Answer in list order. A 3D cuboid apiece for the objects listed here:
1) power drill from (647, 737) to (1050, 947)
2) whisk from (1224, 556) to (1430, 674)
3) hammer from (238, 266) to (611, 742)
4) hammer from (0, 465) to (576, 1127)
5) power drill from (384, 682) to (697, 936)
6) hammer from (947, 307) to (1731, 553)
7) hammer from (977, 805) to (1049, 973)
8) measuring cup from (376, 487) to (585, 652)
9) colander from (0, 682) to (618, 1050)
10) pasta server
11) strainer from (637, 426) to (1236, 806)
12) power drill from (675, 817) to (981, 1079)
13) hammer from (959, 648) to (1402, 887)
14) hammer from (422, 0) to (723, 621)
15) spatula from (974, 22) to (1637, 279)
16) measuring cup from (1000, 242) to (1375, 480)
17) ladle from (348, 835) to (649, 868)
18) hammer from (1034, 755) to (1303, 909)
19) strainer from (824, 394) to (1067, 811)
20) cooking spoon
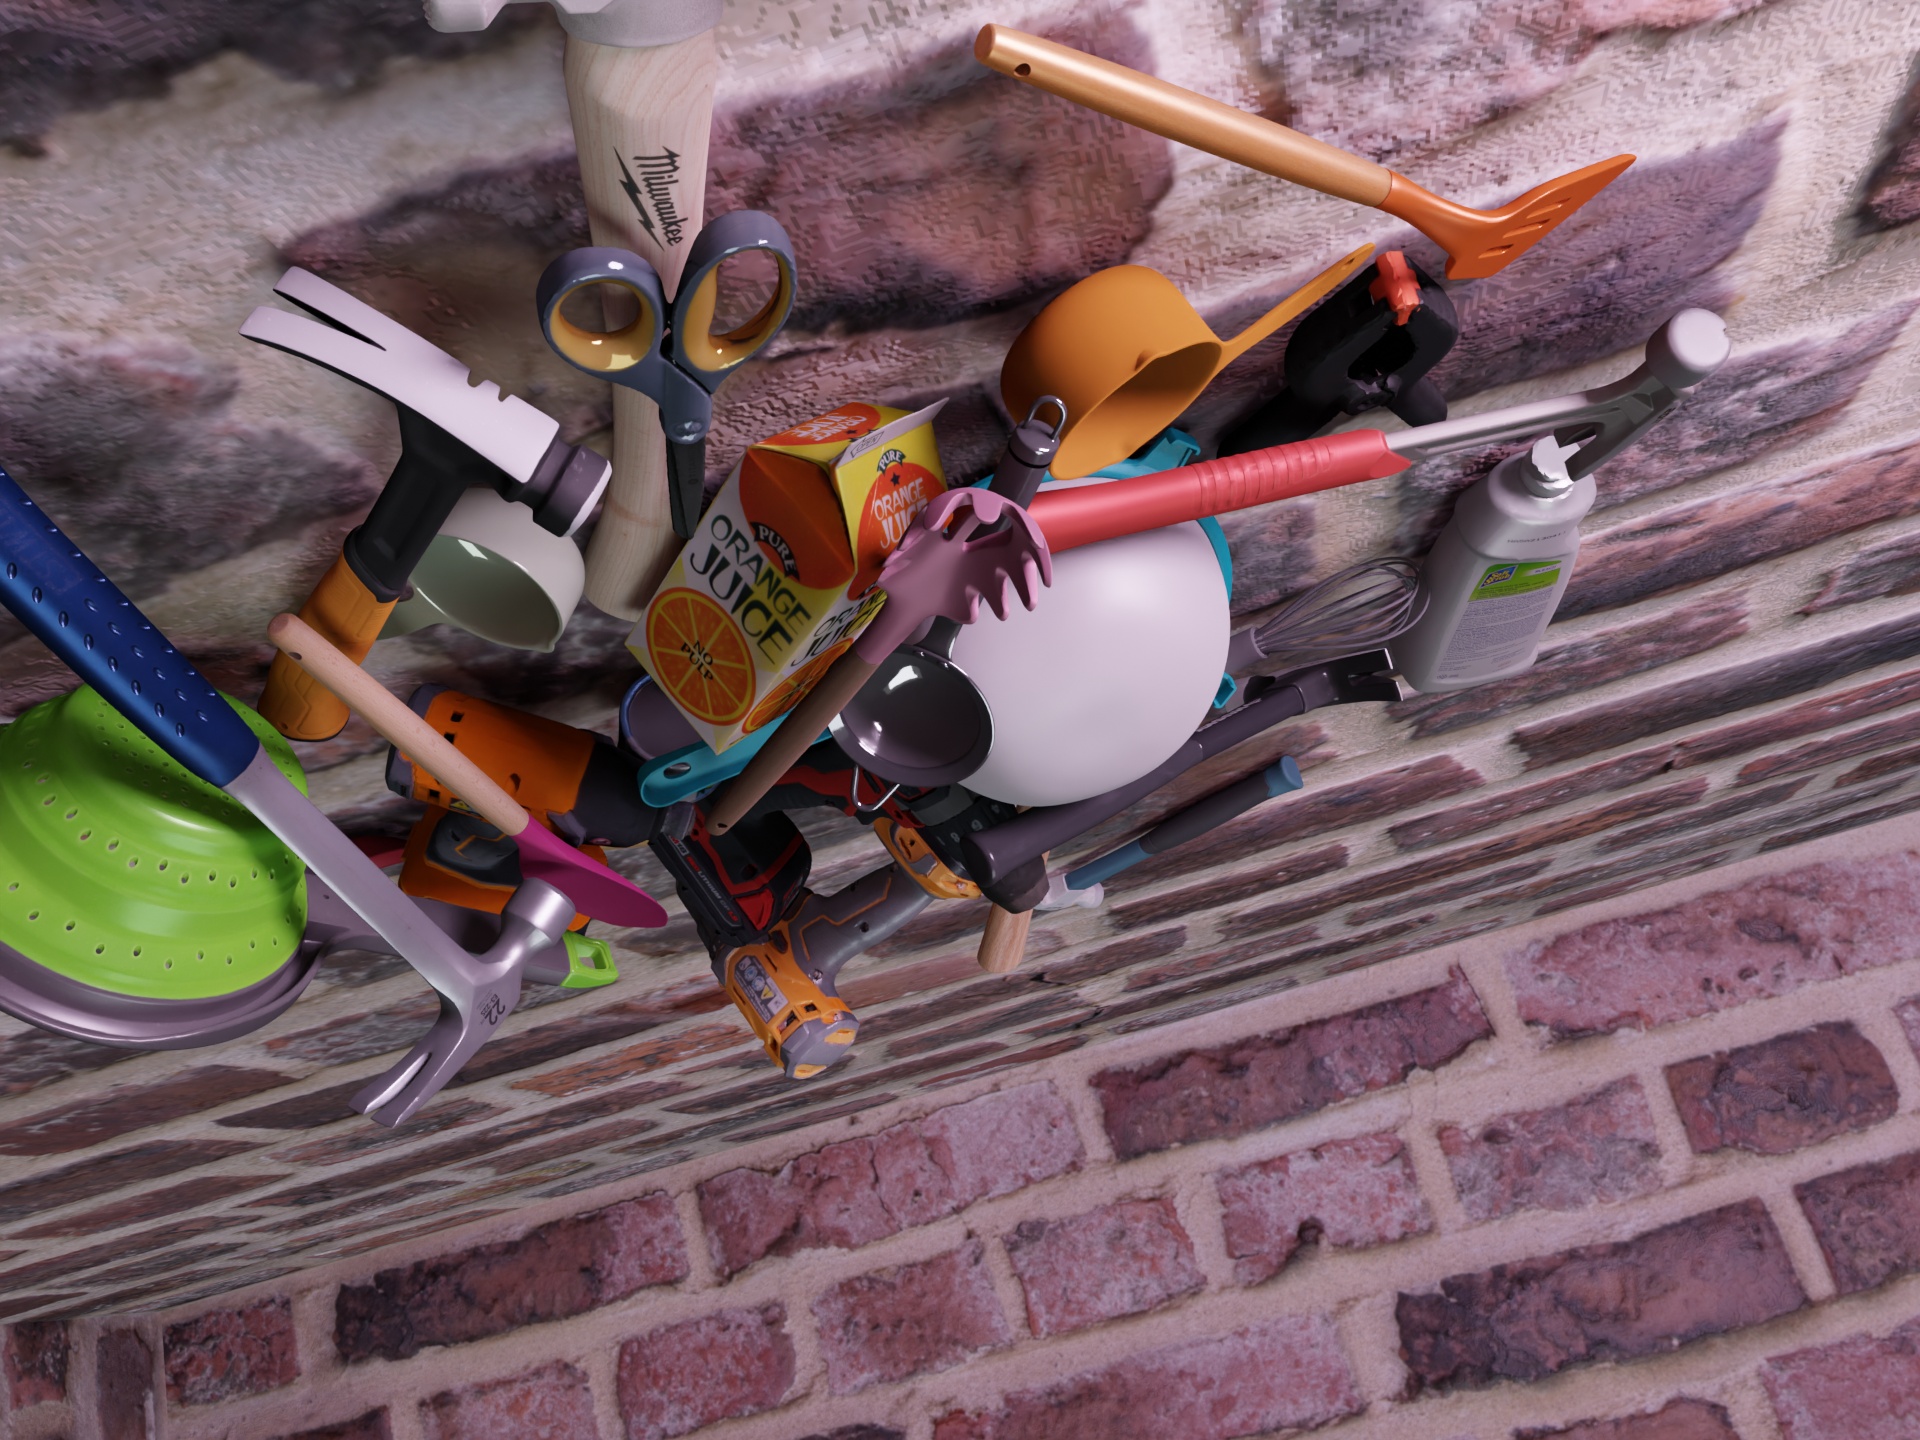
[{"bbox_3d":[-0.069,0.066,0.992,0.226,0.187,0.080,-26,-164,32],"label":"power drill"},{"bbox_3d":[0.198,-0.048,1.053,0.239,0.055,0.055,-23,158,34],"label":"whisk"},{"bbox_3d":[-0.261,-0.061,0.675,0.127,0.034,0.337,32,147,-18],"label":"hammer"},{"bbox_3d":[-0.304,0.029,0.675,0.035,0.144,0.405,12,147,31],"label":"hammer"},{"bbox_3d":[-0.248,0.066,0.932,0.164,0.084,0.226,18,151,-10],"label":"power drill"},{"bbox_3d":[0.169,-0.119,0.759,0.359,0.037,0.149,-13,169,-8],"label":"hammer"},{"bbox_3d":[0.054,0.044,1.021,0.130,0.031,0.331,-22,141,-33],"label":"hammer"},{"bbox_3d":[-0.235,-0.064,0.727,0.167,0.038,0.083,-8,138,42],"label":"measuring cup"},{"bbox_3d":[-0.319,0.066,0.791,0.396,0.205,0.094,22,117,-43],"label":"colander"},{"bbox_3d":[-0.054,-0.012,0.718,0.060,0.040,0.316,23,142,-20],"label":"pasta server"},{"bbox_3d":[-0.001,-0.003,0.826,0.340,0.095,0.210,-21,134,-3],"label":"strainer"},{"bbox_3d":[-0.092,0.114,1.130,0.226,0.185,0.084,-46,153,10],"label":"power drill"},{"bbox_3d":[0.129,0.025,0.965,0.335,0.035,0.146,-24,-174,-38],"label":"hammer"},{"bbox_3d":[-0.108,-0.143,0.607,0.146,0.038,0.410,-11,160,-15],"label":"hammer"},{"bbox_3d":[0.139,-0.216,0.607,0.322,0.041,0.081,5,152,-34],"label":"spatula"},{"bbox_3d":[0.093,-0.171,0.668,0.173,0.052,0.095,-35,169,-10],"label":"measuring cup"},{"bbox_3d":[-0.292,0.086,1.095,0.315,0.031,0.069,-3,167,-33],"label":"ladle"},{"bbox_3d":[0.187,0.111,1.485,0.128,0.033,0.331,4,153,-43],"label":"hammer"},{"bbox_3d":[-0.002,-0.048,0.707,0.087,0.050,0.258,26,138,-2],"label":"strainer"},{"bbox_3d":[-0.234,0.039,0.788,0.069,0.017,0.318,-1,150,20],"label":"cooking spoon"}]
